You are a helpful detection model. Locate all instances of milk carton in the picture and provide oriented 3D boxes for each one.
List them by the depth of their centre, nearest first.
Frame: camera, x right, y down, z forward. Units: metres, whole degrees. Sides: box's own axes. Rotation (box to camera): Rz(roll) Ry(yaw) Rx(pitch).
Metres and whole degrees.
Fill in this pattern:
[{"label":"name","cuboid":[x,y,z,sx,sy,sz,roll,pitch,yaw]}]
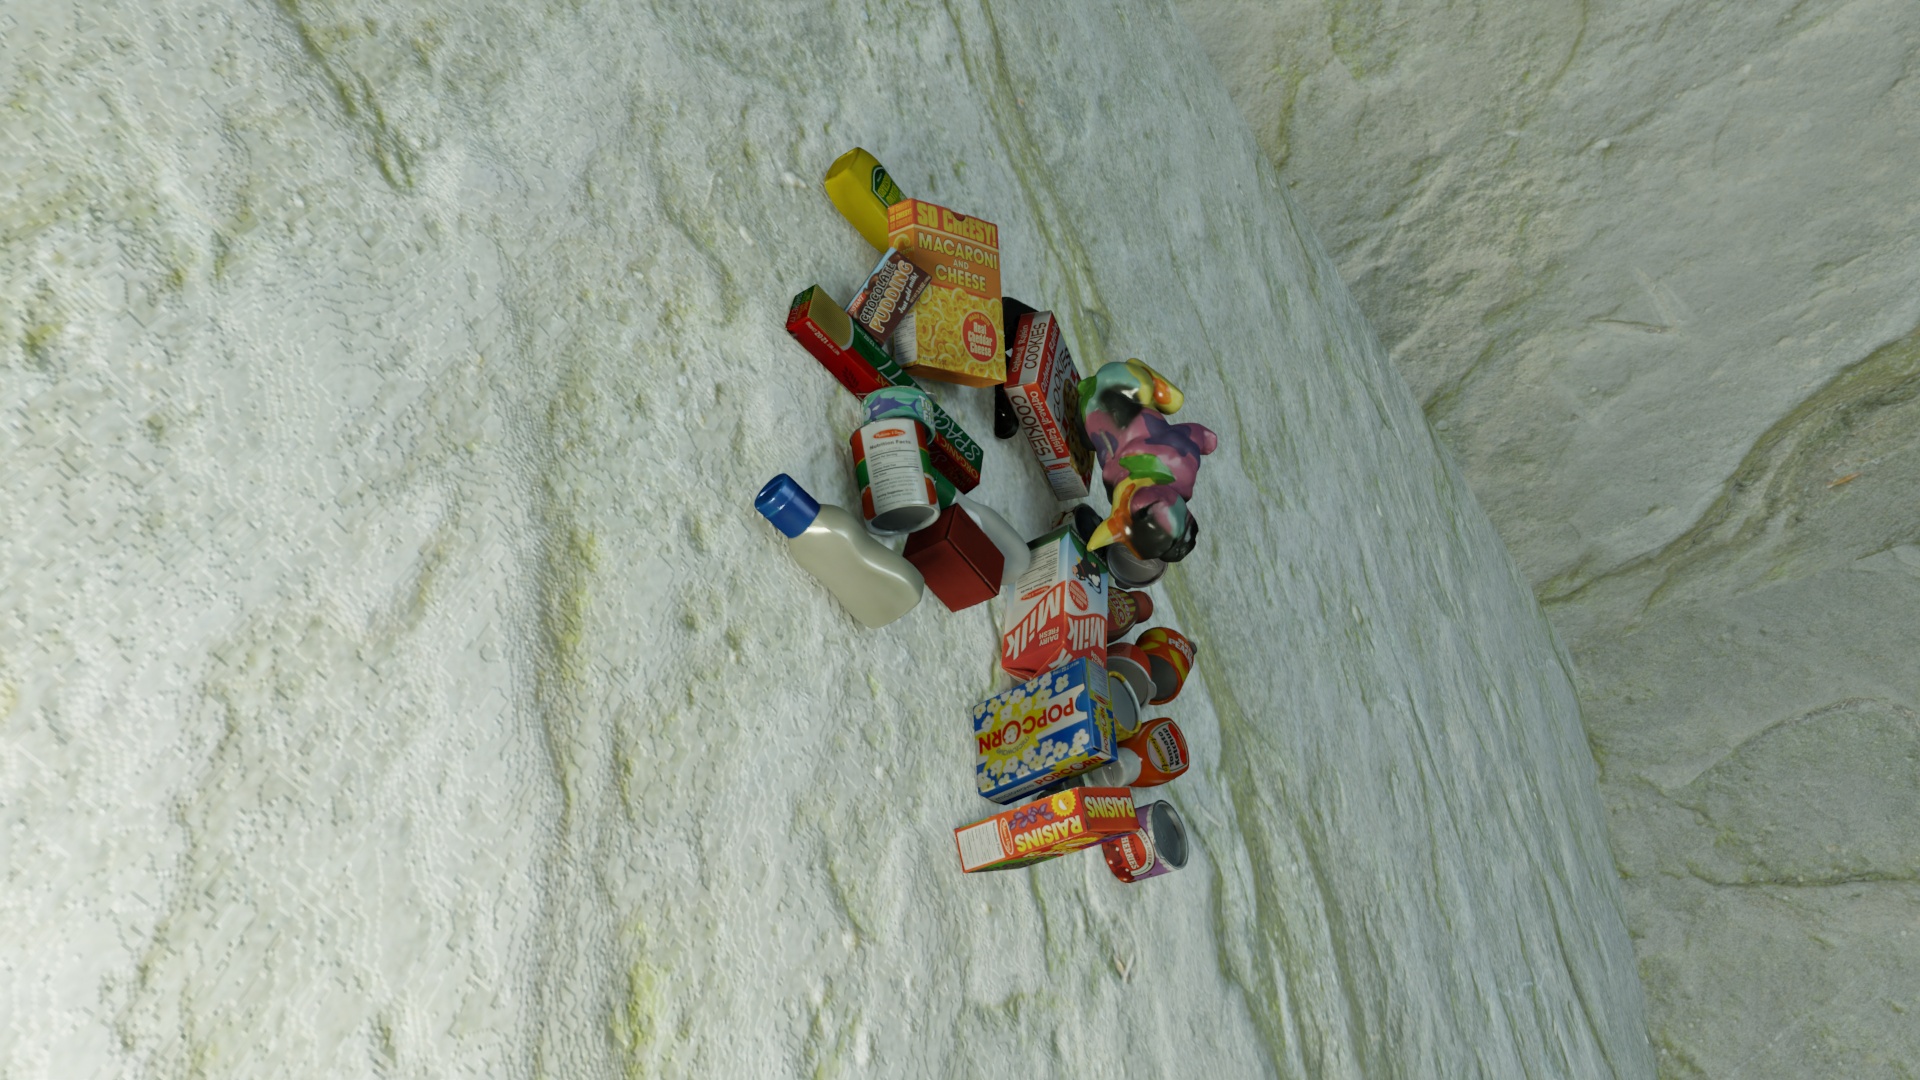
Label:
[{"label":"milk carton","cuboid":[0.090,0.085,1.314,0.072,0.073,0.191,44,35,-32]}]

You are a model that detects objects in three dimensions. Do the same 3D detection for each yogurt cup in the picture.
[{"label":"yogurt cup","cuboid":[0.162,0.138,1.399,0.072,0.072,0.054,58,22,-11]}]

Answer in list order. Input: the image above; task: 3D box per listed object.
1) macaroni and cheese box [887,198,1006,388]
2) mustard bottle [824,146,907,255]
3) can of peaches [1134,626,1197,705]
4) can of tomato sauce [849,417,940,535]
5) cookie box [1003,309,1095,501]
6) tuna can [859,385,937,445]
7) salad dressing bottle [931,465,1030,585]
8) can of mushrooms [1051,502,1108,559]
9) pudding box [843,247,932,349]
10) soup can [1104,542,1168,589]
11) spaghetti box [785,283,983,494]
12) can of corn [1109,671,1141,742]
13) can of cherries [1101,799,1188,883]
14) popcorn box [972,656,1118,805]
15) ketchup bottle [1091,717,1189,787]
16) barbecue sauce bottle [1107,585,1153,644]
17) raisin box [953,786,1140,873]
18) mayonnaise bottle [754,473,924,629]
[{"label":"macaroni and cheese box","cuboid":[-0.012,-0.242,1.372,0.124,0.040,0.166,5,80,-45]},{"label":"mustard bottle","cuboid":[-0.069,-0.319,1.395,0.160,0.048,0.066,45,40,-30]},{"label":"can of peaches","cuboid":[0.211,0.133,1.473,0.071,0.071,0.058,59,31,-9]},{"label":"can of tomato sauce","cuboid":[-0.056,-0.054,1.197,0.071,0.071,0.083,18,54,-52]},{"label":"cookie box","cuboid":[0.100,-0.145,1.496,0.123,0.040,0.166,-77,148,-43]},{"label":"tuna can","cuboid":[-0.053,-0.107,1.235,0.071,0.071,0.033,28,47,-46]},{"label":"salad dressing bottle","cuboid":[0.005,-0.016,1.287,0.147,0.044,0.064,42,38,-32]},{"label":"can of mushrooms","cuboid":[0.130,-0.004,1.486,0.071,0.033,0.071,37,39,-38]},{"label":"pudding box","cuboid":[-0.070,-0.224,1.288,0.049,0.030,0.084,36,73,-7]},{"label":"soup can","cuboid":[0.191,0.005,1.480,0.071,0.071,0.084,57,25,-14]},{"label":"spaghetti box","cuboid":[-0.064,-0.135,1.282,0.249,0.028,0.050,43,37,-32]},{"label":"can of corn","cuboid":[0.132,0.166,1.334,0.071,0.058,0.071,38,38,-38]},{"label":"can of cherries","cuboid":[0.172,0.284,1.308,0.071,0.058,0.072,38,40,-40]},{"label":"popcorn box","cuboid":[0.069,0.162,1.169,0.038,0.126,0.085,32,43,-38]},{"label":"ketchup bottle","cuboid":[0.178,0.218,1.384,0.149,0.043,0.065,-5,72,-58]},{"label":"barbecue sauce bottle","cuboid":[0.157,0.075,1.457,0.149,0.043,0.065,-4,61,-59]},{"label":"raisin box","cuboid":[0.070,0.233,1.118,0.086,0.123,0.040,16,54,-54]},{"label":"mayonnaise bottle","cuboid":[-0.097,0.007,1.091,0.148,0.064,0.041,44,32,-25]}]
